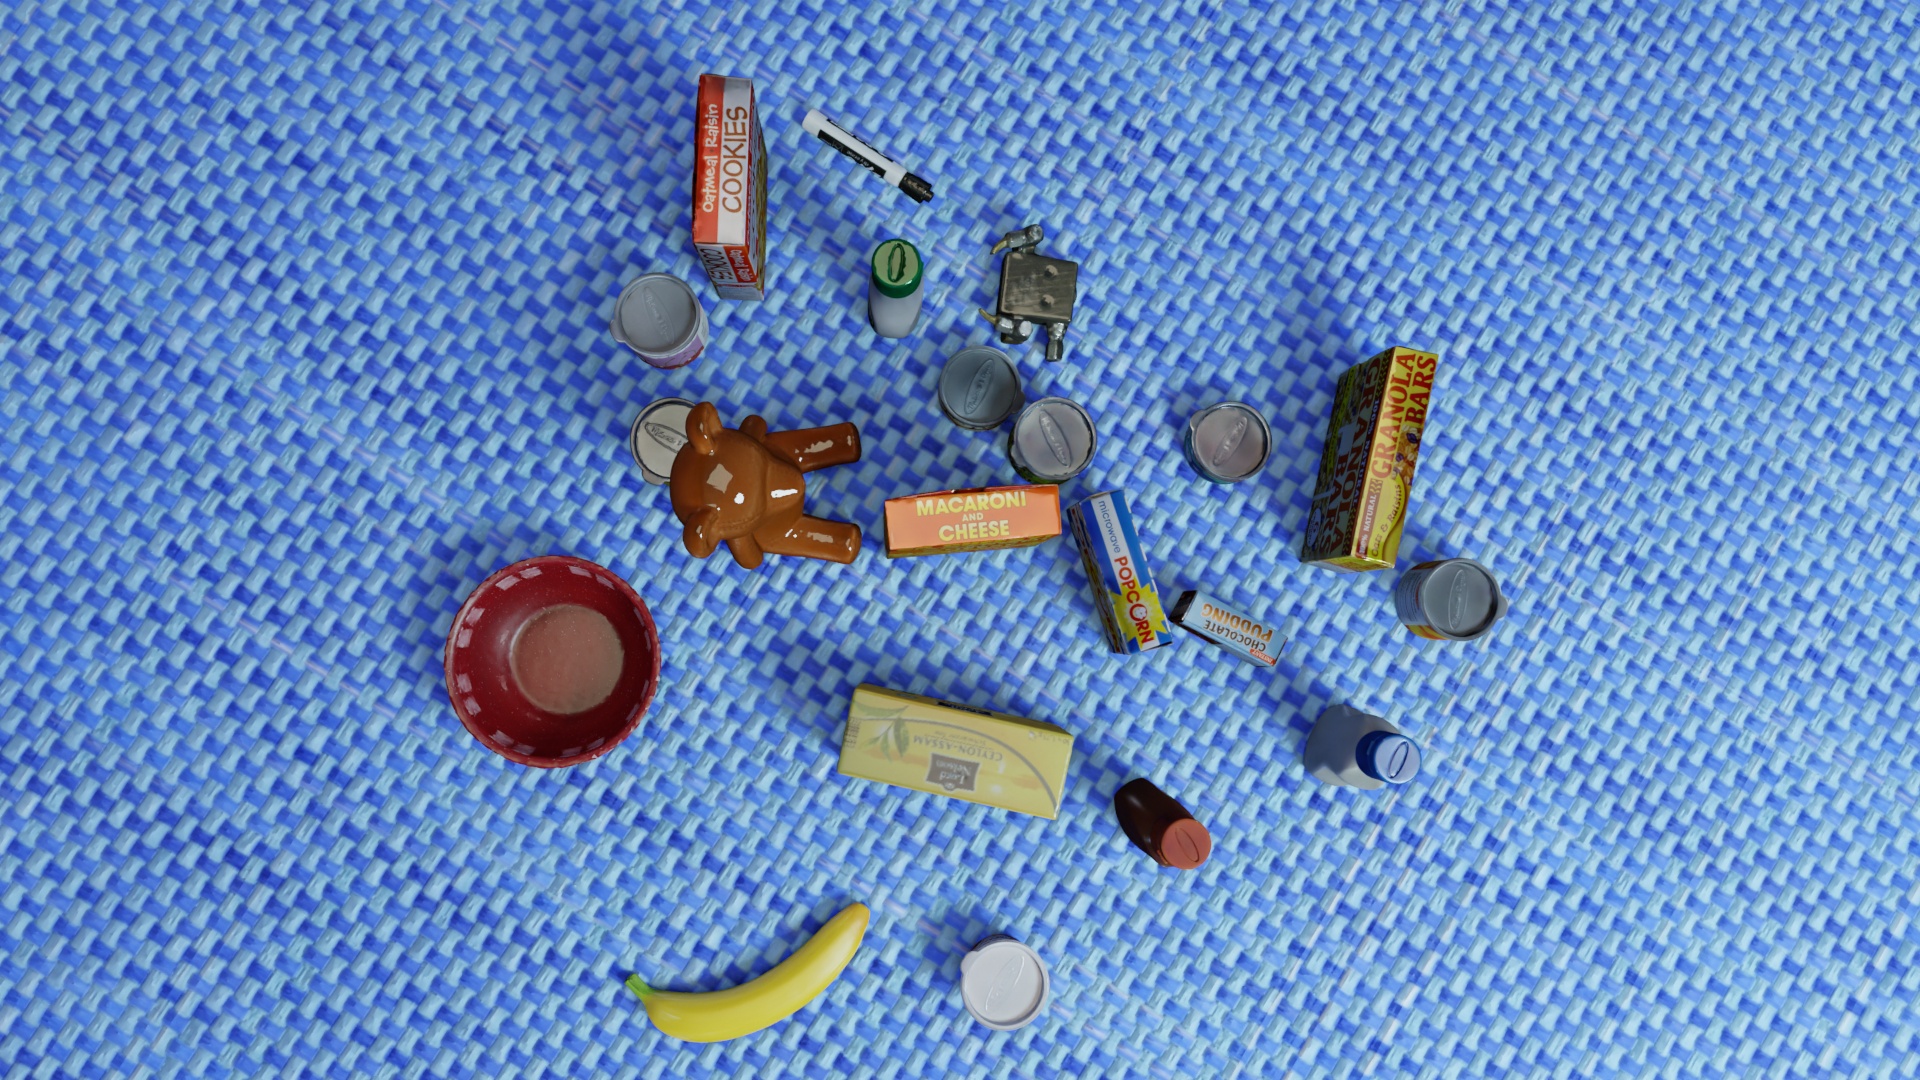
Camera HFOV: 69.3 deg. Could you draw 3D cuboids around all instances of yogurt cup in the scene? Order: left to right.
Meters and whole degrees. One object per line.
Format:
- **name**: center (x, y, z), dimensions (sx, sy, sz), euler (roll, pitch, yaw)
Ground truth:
- **yogurt cup**: center (0.032, 0.339, 1.078), dimensions (0.072, 0.054, 0.072), euler (0, 86, -4)

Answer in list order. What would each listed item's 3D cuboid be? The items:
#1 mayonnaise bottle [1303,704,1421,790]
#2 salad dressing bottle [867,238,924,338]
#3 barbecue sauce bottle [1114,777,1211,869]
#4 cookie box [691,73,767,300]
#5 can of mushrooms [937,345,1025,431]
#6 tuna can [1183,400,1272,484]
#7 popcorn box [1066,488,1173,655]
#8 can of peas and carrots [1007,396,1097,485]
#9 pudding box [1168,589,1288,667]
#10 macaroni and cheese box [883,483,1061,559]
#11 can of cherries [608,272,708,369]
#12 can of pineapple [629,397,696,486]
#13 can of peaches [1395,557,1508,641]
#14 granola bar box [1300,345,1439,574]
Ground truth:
- **mayonnaise bottle**: center (0.307, 0.161, 1.061), dimensions (0.041, 0.148, 0.065), euler (26, 85, -2)
- **salad dressing bottle**: center (-0.050, -0.195, 1.064), dimensions (0.044, 0.147, 0.064), euler (7, 86, -3)
- **barbecue sauce bottle**: center (0.154, 0.218, 1.047), dimensions (0.044, 0.148, 0.065), euler (-31, 89, -5)
- **cookie box**: center (-0.173, -0.261, 1.051), dimensions (0.040, 0.167, 0.123), euler (1, 86, -3)
- **can of mushrooms**: center (0.017, -0.121, 1.120), dimensions (0.071, 0.033, 0.071), euler (0, 86, -4)
- **tuna can**: center (0.215, -0.080, 1.131), dimensions (0.071, 0.033, 0.071), euler (0, 86, -4)
- **popcorn box**: center (0.123, 0.026, 1.091), dimensions (0.038, 0.085, 0.126), euler (-18, 87, -4)
- **can of peas and carrots**: center (0.070, -0.076, 1.108), dimensions (0.071, 0.058, 0.071), euler (0, 86, -4)
- **pudding box**: center (0.213, 0.071, 1.111), dimensions (0.084, 0.049, 0.030), euler (27, 85, -1)
- **macaroni and cheese box**: center (0.004, -0.013, 1.045), dimensions (0.124, 0.166, 0.040), euler (-5, 87, -4)
- **can of cherries**: center (-0.237, -0.171, 1.095), dimensions (0.071, 0.058, 0.071), euler (0, 86, -4)
- **can of pineapple**: center (-0.223, -0.074, 1.089), dimensions (0.071, 0.058, 0.071), euler (0, 86, -4)
- **can of peaches**: center (0.395, 0.049, 1.120), dimensions (0.071, 0.058, 0.071), euler (0, 86, -4)
- **granola bar box**: center (0.318, -0.060, 1.090), dimensions (0.039, 0.124, 0.165), euler (14, 85, -3)
